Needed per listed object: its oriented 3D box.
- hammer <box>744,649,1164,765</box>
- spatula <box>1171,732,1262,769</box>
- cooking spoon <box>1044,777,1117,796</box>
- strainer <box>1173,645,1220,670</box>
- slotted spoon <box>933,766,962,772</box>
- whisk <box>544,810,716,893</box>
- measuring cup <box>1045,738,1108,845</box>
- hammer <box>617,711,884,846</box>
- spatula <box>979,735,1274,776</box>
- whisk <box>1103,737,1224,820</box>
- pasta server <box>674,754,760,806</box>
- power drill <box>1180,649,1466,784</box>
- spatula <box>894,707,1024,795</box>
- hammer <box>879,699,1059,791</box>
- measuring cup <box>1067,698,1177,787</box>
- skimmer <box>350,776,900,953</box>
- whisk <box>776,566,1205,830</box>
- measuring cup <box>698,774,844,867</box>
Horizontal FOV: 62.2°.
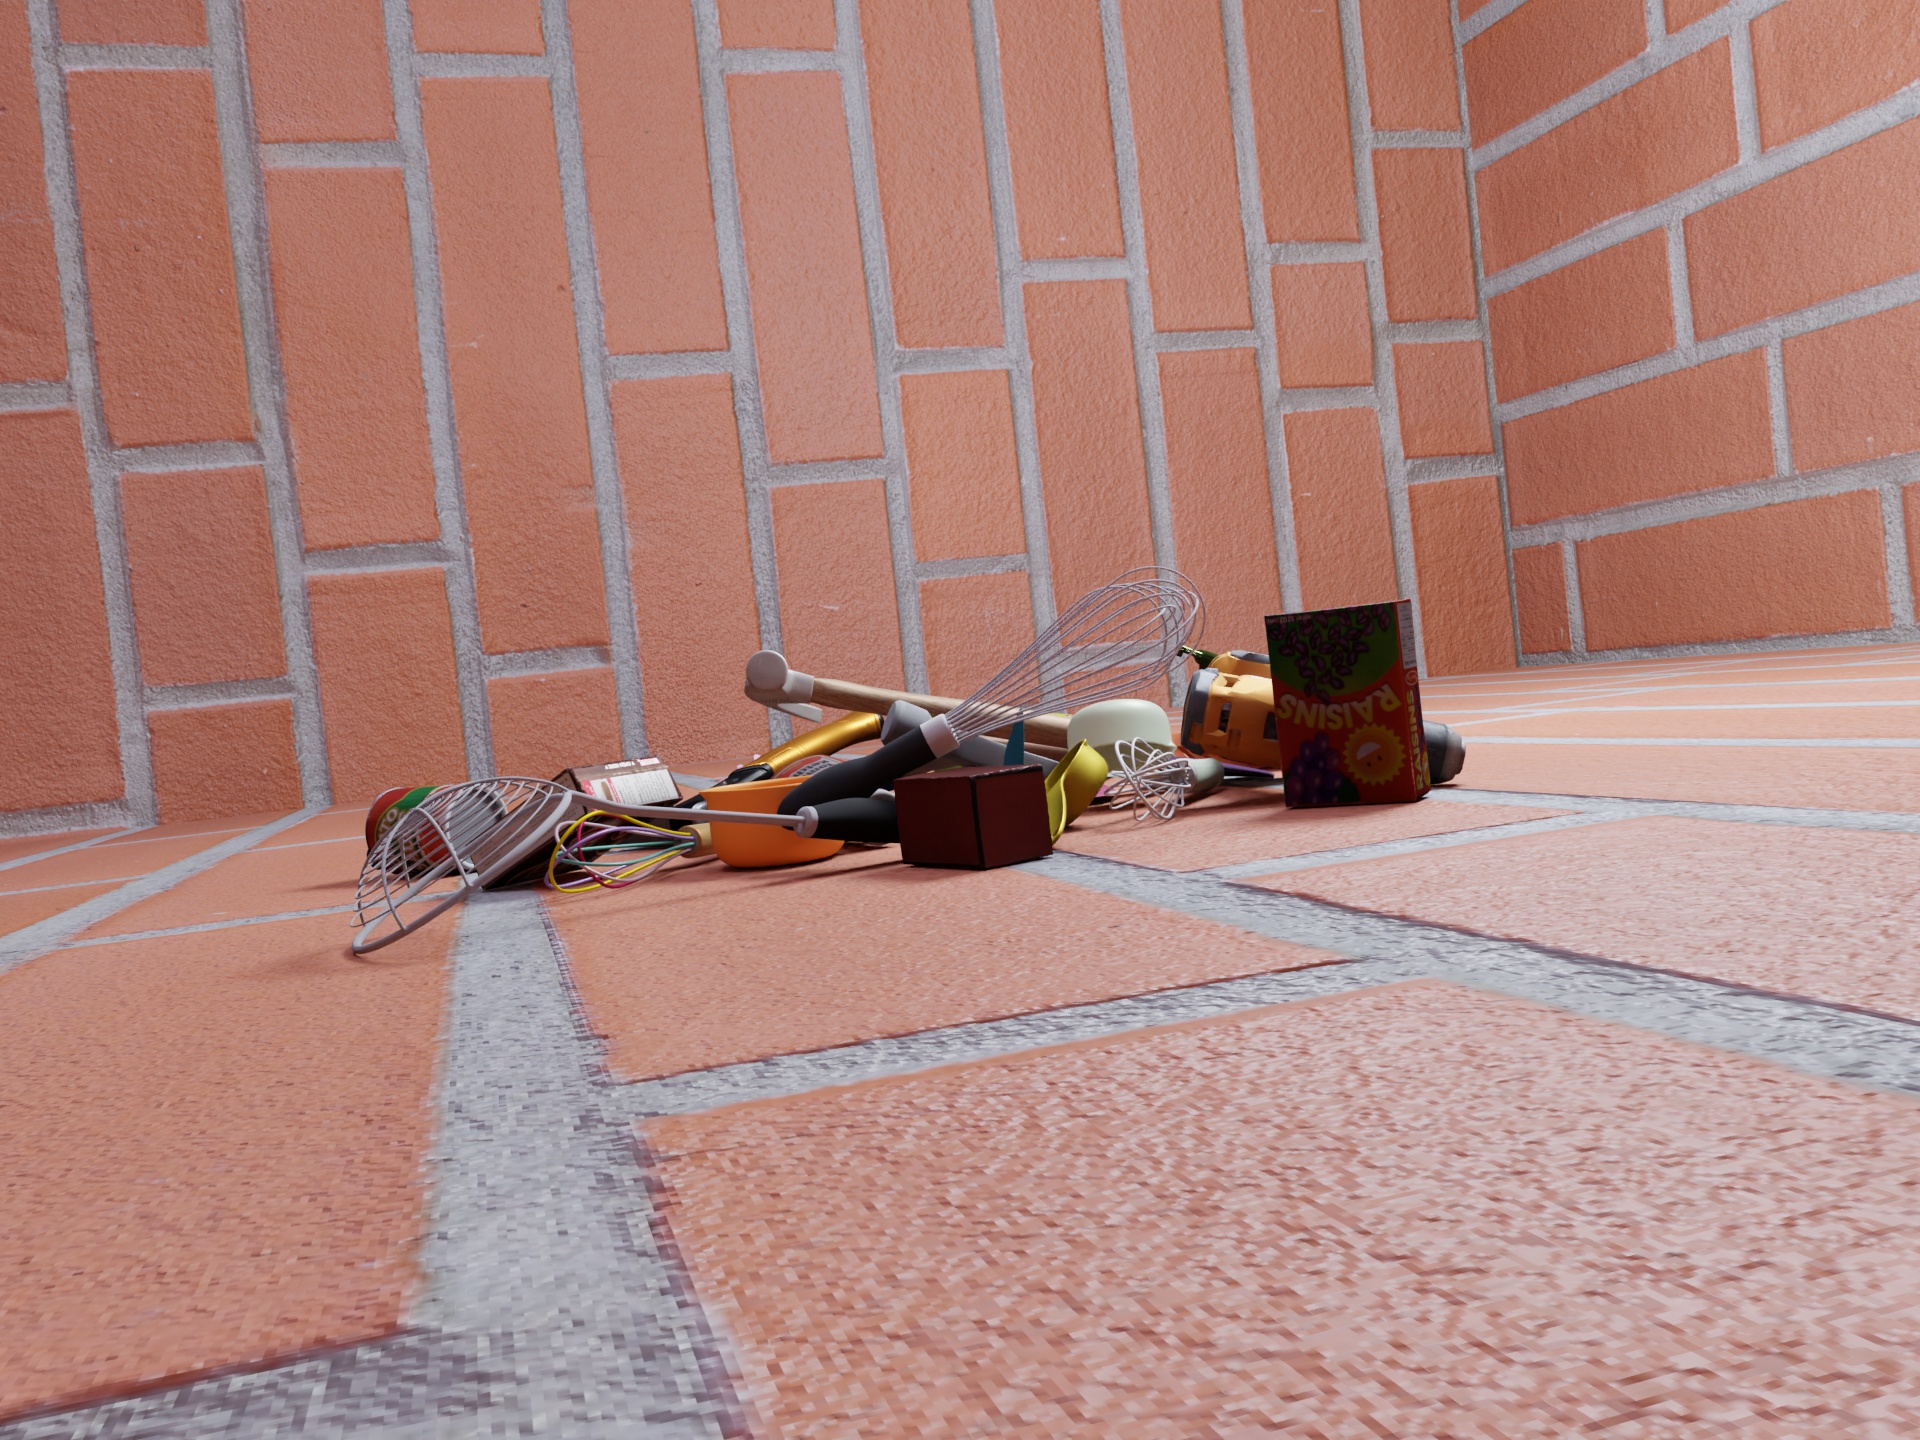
[{"bbox_3d":[-0.002,-0.004,1.234,0.331,0.031,0.130,10,-8,-5],"label":"hammer"},{"bbox_3d":[0.167,0.038,1.491,0.081,0.041,0.322,-5,-3,-21],"label":"spatula"},{"bbox_3d":[0.084,0.051,1.337,0.068,0.017,0.319,-5,2,-2],"label":"cooking spoon"},{"bbox_3d":[0.289,0.005,1.440,0.152,0.069,0.256,25,3,30],"label":"strainer"},{"bbox_3d":[0.048,0.048,1.500,0.070,0.031,0.313,-1,1,18],"label":"slotted spoon"},{"bbox_3d":[-0.184,0.077,1.018,0.051,0.047,0.245,-7,-2,22],"label":"whisk"},{"bbox_3d":[0.068,0.056,0.988,0.029,0.062,0.156,37,15,-5],"label":"measuring cup"},{"bbox_3d":[-0.171,0.043,1.351,0.127,0.034,0.337,-5,12,30],"label":"hammer"},{"bbox_3d":[0.096,0.028,1.297,0.316,0.018,0.060,6,2,10],"label":"spatula"},{"bbox_3d":[0.148,0.038,1.096,0.058,0.059,0.246,-34,-12,16],"label":"whisk"},{"bbox_3d":[-0.281,0.081,1.352,0.316,0.040,0.060,-10,-40,-36],"label":"pasta server"},{"bbox_3d":[0.253,0.003,1.139,0.185,0.084,0.226,10,5,9],"label":"power drill"},{"bbox_3d":[-0.029,0.054,1.101,0.044,0.082,0.317,7,-11,-32],"label":"spatula"},{"bbox_3d":[-0.033,0.041,1.290,0.144,0.035,0.405,20,-10,-12],"label":"hammer"},{"bbox_3d":[0.132,0.020,1.190,0.083,0.038,0.167,-11,-17,21],"label":"measuring cup"},{"bbox_3d":[-0.141,0.082,0.872,0.363,0.090,0.127,5,-9,-31],"label":"skimmer"},{"bbox_3d":[0.017,-0.005,0.943,0.284,0.070,0.070,-29,0,4],"label":"whisk"},{"bbox_3d":[-0.126,0.065,1.046,0.095,0.052,0.173,-6,0,-16],"label":"measuring cup"}]
